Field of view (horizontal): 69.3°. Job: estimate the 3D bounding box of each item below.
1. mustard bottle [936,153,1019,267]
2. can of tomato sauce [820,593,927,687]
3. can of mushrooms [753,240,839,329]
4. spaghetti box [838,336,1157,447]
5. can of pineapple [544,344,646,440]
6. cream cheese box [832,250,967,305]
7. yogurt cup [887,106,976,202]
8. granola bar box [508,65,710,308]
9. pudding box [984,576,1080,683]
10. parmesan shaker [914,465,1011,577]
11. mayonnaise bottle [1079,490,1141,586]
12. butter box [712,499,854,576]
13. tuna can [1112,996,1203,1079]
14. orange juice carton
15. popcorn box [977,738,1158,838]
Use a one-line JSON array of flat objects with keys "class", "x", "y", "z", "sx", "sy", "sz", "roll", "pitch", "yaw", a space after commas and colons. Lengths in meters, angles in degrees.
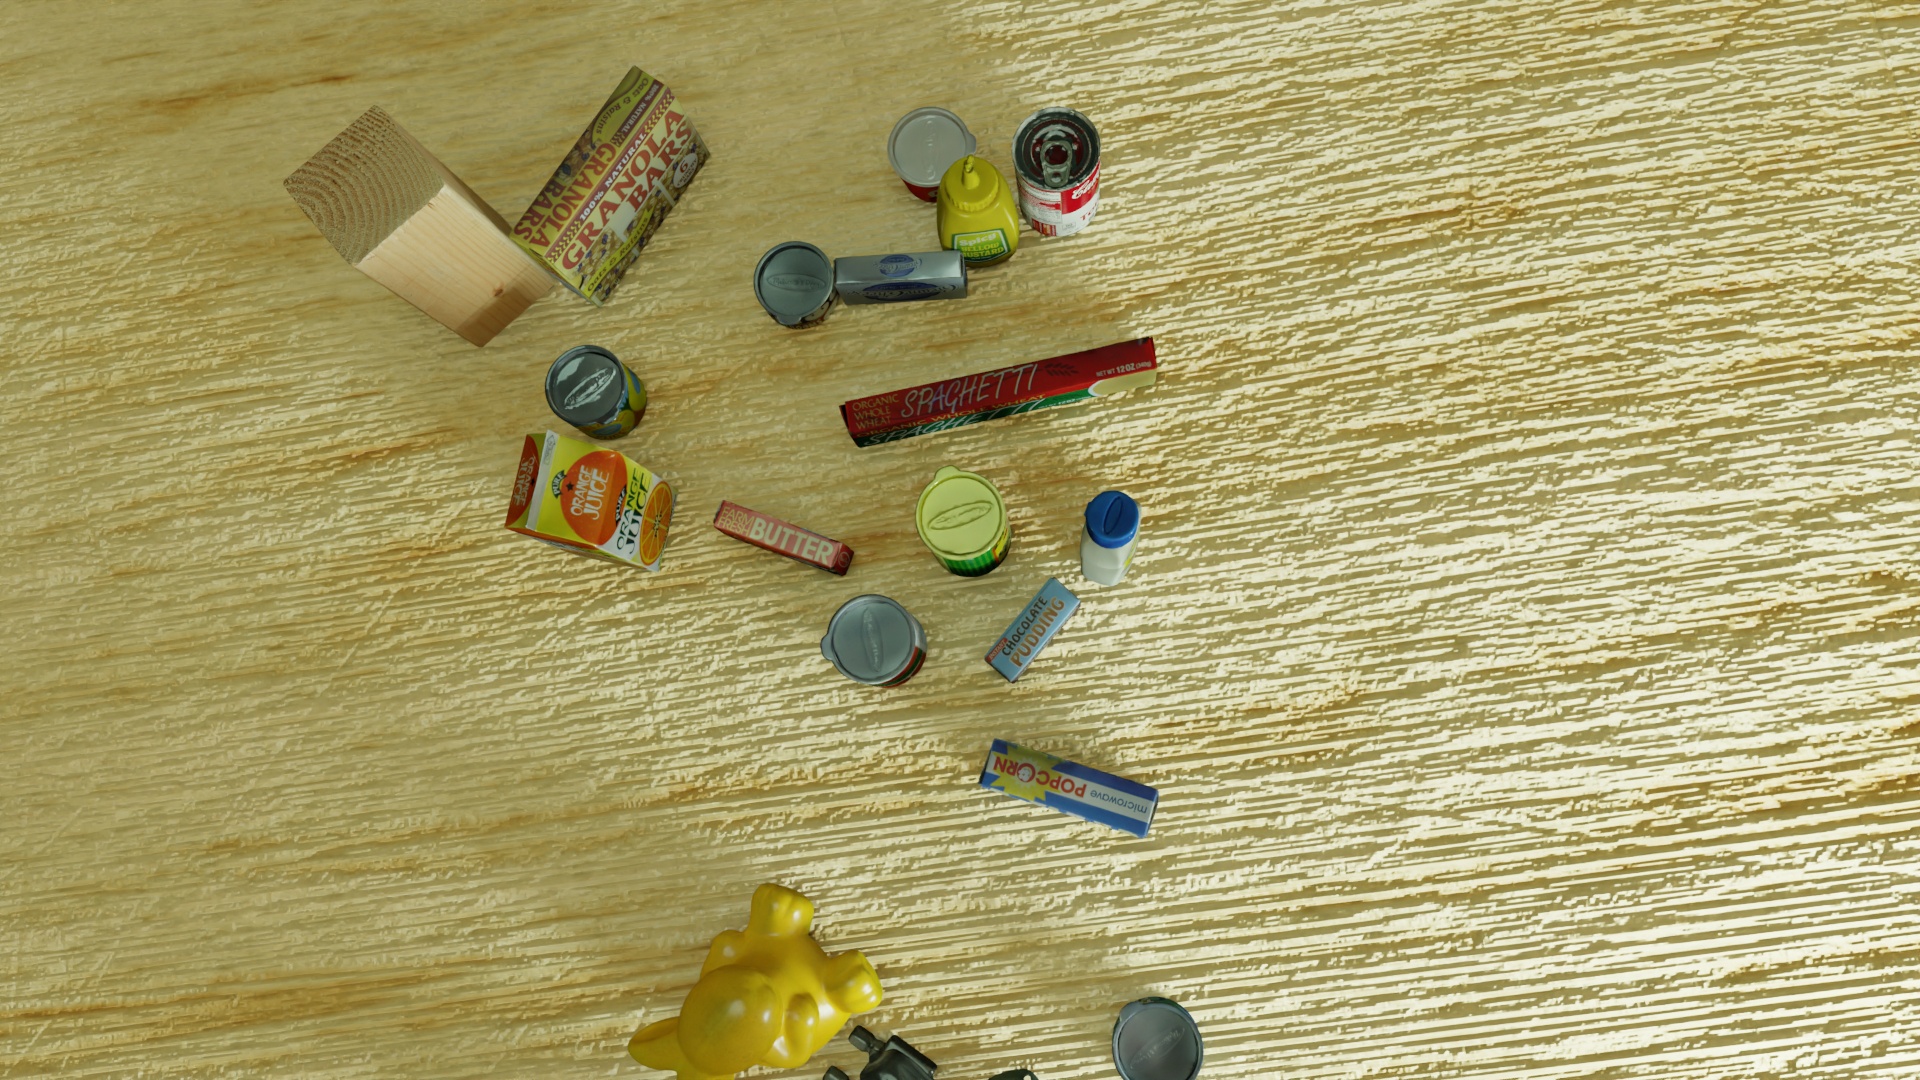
[{"class": "mustard bottle", "x": 0.010, "y": -0.257, "z": 1.068, "sx": 0.065, "sy": 0.160, "sz": 0.049, "roll": -7, "pitch": 81, "yaw": 4}, {"class": "can of tomato sauce", "x": -0.064, "y": 0.079, "z": 1.058, "sx": 0.071, "sy": 0.083, "sz": 0.071, "roll": -1, "pitch": 81, "yaw": 5}, {"class": "can of mushrooms", "x": -0.134, "y": -0.206, "z": 1.137, "sx": 0.071, "sy": 0.033, "sz": 0.071, "roll": -1, "pitch": 81, "yaw": 5}, {"class": "spaghetti box", "x": 0.031, "y": -0.116, "z": 1.099, "sx": 0.250, "sy": 0.050, "sz": 0.029, "roll": -12, "pitch": 80, "yaw": 3}, {"class": "can of pineapple", "x": -0.293, "y": -0.117, "z": 1.124, "sx": 0.071, "sy": 0.058, "sz": 0.071, "roll": -1, "pitch": 81, "yaw": 5}, {"class": "cream cheese box", "x": -0.047, "y": -0.211, "z": 1.120, "sx": 0.104, "sy": 0.053, "sz": 0.024, "roll": -3, "pitch": 81, "yaw": 5}, {"class": "yogurt cup", "x": -0.023, "y": -0.312, "z": 1.134, "sx": 0.072, "sy": 0.054, "sz": 0.072, "roll": -1, "pitch": 81, "yaw": 5}, {"class": "granola bar box", "x": -0.277, "y": -0.280, "z": 1.116, "sx": 0.039, "sy": 0.124, "sz": 0.165, "roll": 33, "pitch": 85, "yaw": 9}, {"class": "pudding box", "x": 0.056, "y": 0.069, "z": 1.066, "sx": 0.030, "sy": 0.049, "sz": 0.084, "roll": 40, "pitch": 86, "yaw": 10}, {"class": "parmesan shaker", "x": 0.004, "y": -0.013, "z": 1.057, "sx": 0.071, "sy": 0.103, "sz": 0.071, "roll": -1, "pitch": 81, "yaw": 5}, {"class": "mayonnaise bottle", "x": 0.111, "y": -0.005, "z": 1.024, "sx": 0.041, "sy": 0.148, "sz": 0.065, "roll": 20, "pitch": 83, "yaw": 8}, {"class": "butter box", "x": -0.139, "y": -0.001, "z": 1.094, "sx": 0.103, "sy": 0.053, "sz": 0.024, "roll": 19, "pitch": 83, "yaw": 8}, {"class": "tuna can", "x": 0.142, "y": 0.368, "z": 1.017, "sx": 0.071, "sy": 0.033, "sz": 0.071, "roll": -1, "pitch": 81, "yaw": 5}, {"class": "orange juice carton", "x": -0.279, "y": -0.028, "z": 1.040, "sx": 0.073, "sy": 0.192, "sz": 0.072, "roll": 11, "pitch": 82, "yaw": 7}, {"class": "popcorn box", "x": 0.081, "y": 0.183, "z": 1.027, "sx": 0.127, "sy": 0.085, "sz": 0.038, "roll": 17, "pitch": 83, "yaw": 8}]
